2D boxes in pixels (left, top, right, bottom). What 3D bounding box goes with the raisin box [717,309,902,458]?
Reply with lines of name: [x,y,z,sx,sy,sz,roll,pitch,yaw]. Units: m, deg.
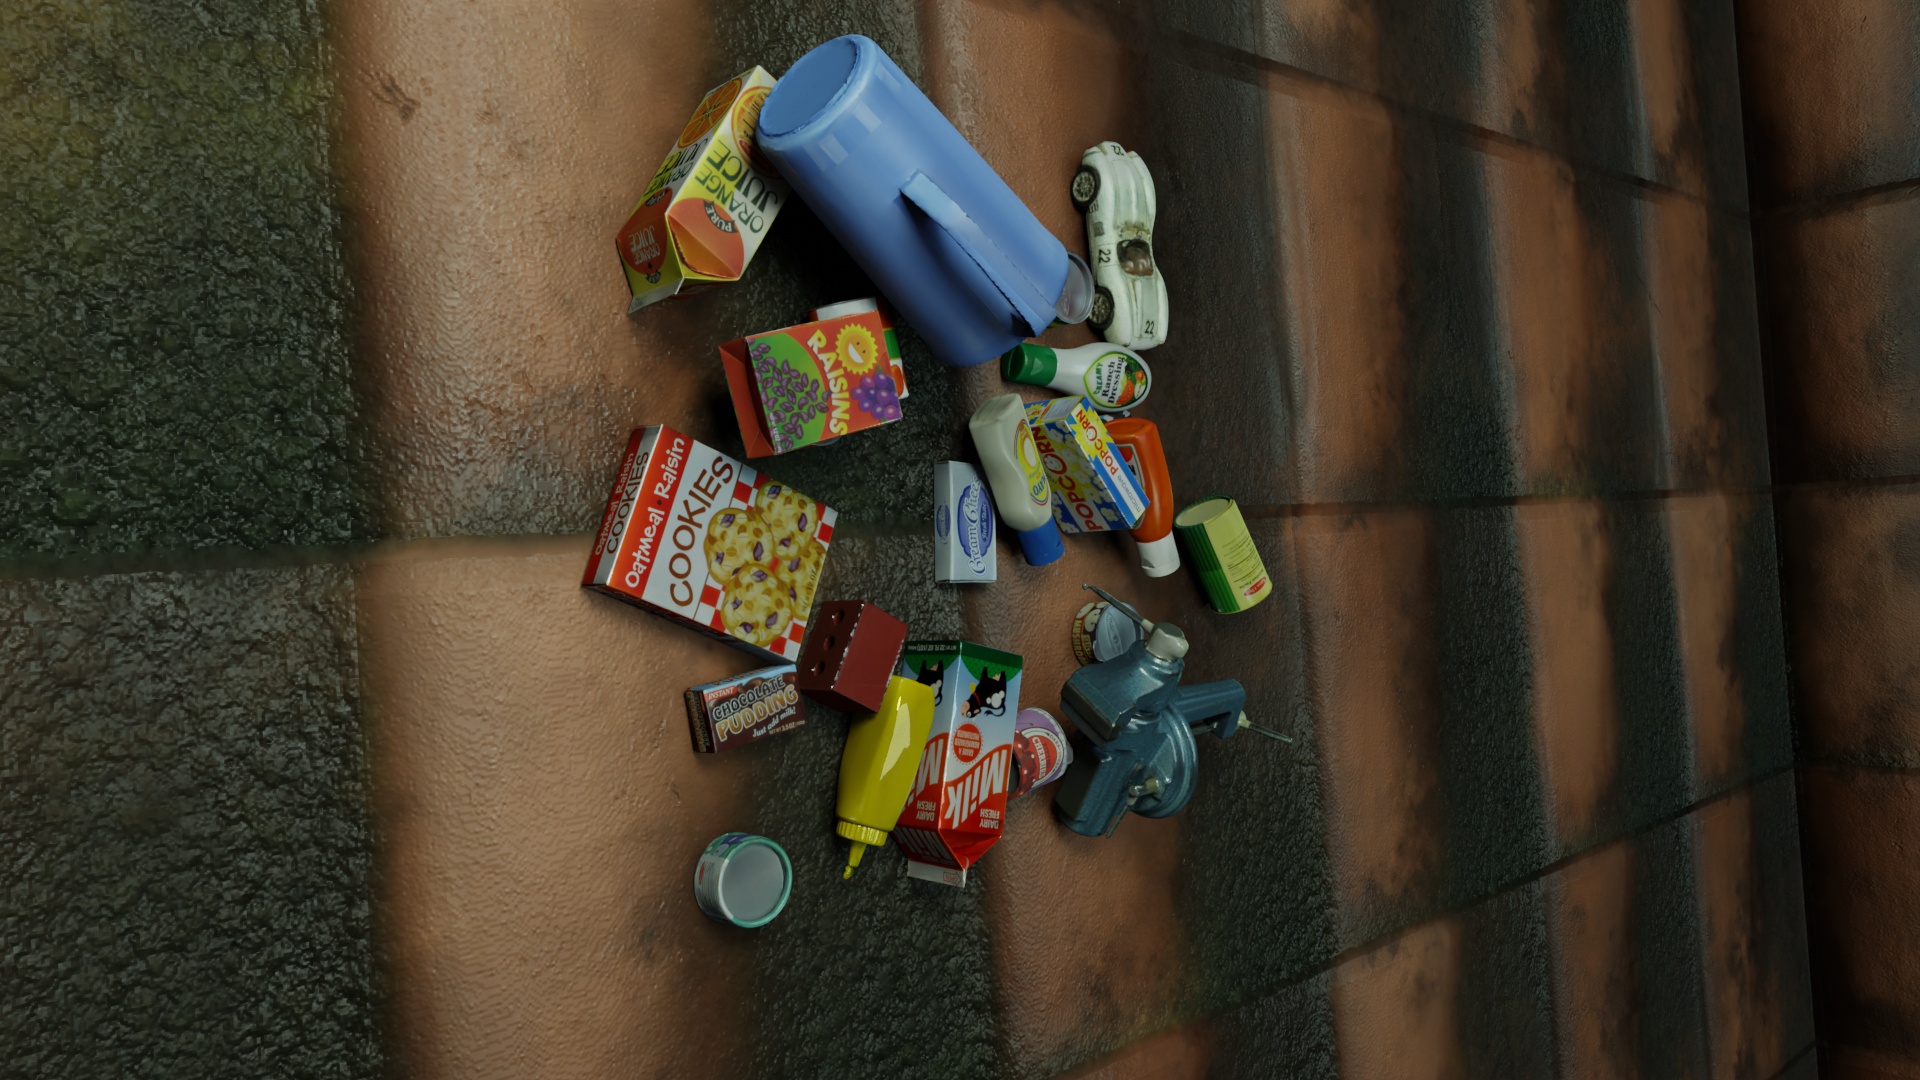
raisin box: [-0.106,-0.115,1.011,0.124,0.040,0.086,-20,99,-42]

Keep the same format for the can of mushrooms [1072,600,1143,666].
can of mushrooms: [0.136,0.090,1.293,0.071,0.033,0.071,3,85,-42]

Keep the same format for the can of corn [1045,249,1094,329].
can of corn: [0.075,-0.223,1.248,0.071,0.058,0.071,4,84,-42]

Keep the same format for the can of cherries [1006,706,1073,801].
can of cherries: [0.051,0.182,1.185,0.058,0.071,0.071,-16,98,-41]

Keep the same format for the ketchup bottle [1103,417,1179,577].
ketchup bottle: [0.169,-0.039,1.283,0.044,0.065,0.148,-33,116,-31]

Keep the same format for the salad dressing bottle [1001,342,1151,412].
salad dressing bottle: [0.106,-0.154,1.273,0.148,0.044,0.064,4,103,-34]

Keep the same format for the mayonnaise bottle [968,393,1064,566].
mayonnaise bottle: [0.051,-0.049,1.194,0.065,0.041,0.147,-57,132,-52]

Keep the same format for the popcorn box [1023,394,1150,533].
popcorn box: [0.102,-0.066,1.242,0.038,0.085,0.126,-50,118,-31]

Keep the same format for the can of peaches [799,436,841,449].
can of peaches: [-0.127,-0.101,1.059,0.071,0.058,0.071,3,85,-42]

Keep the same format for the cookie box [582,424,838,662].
cookie box: [-0.179,0.005,1.016,0.167,0.040,0.123,28,69,-38]

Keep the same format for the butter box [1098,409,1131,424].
butter box: [0.146,-0.070,1.322,0.053,0.024,0.103,-16,97,-41]

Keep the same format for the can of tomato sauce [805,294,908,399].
can of tomato sauce: [-0.081,-0.148,1.100,0.071,0.071,0.083,-18,99,-41]

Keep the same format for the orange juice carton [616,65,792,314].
orange juice carton: [-0.182,-0.246,1.013,0.073,0.071,0.193,40,61,-32]

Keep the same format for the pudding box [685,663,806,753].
pudding box: [-0.159,0.124,1.030,0.084,0.030,0.049,-12,94,-42]

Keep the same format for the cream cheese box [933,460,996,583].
cream cheese box: [0.004,-0.015,1.191,0.053,0.024,0.104,3,85,-41]

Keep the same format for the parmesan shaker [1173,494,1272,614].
parmesan shaker: [0.264,0.012,1.392,0.072,0.071,0.103,-40,112,-36]

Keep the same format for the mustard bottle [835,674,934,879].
mustard bottle: [-0.066,0.186,1.089,0.049,0.065,0.160,23,78,-33]

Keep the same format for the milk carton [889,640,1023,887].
milk carton: [-0.008,0.181,1.131,0.073,0.072,0.191,18,75,-40]

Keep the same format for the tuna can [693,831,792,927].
tuna can: [-0.157,0.249,1.020,0.071,0.033,0.071,4,84,-41]
